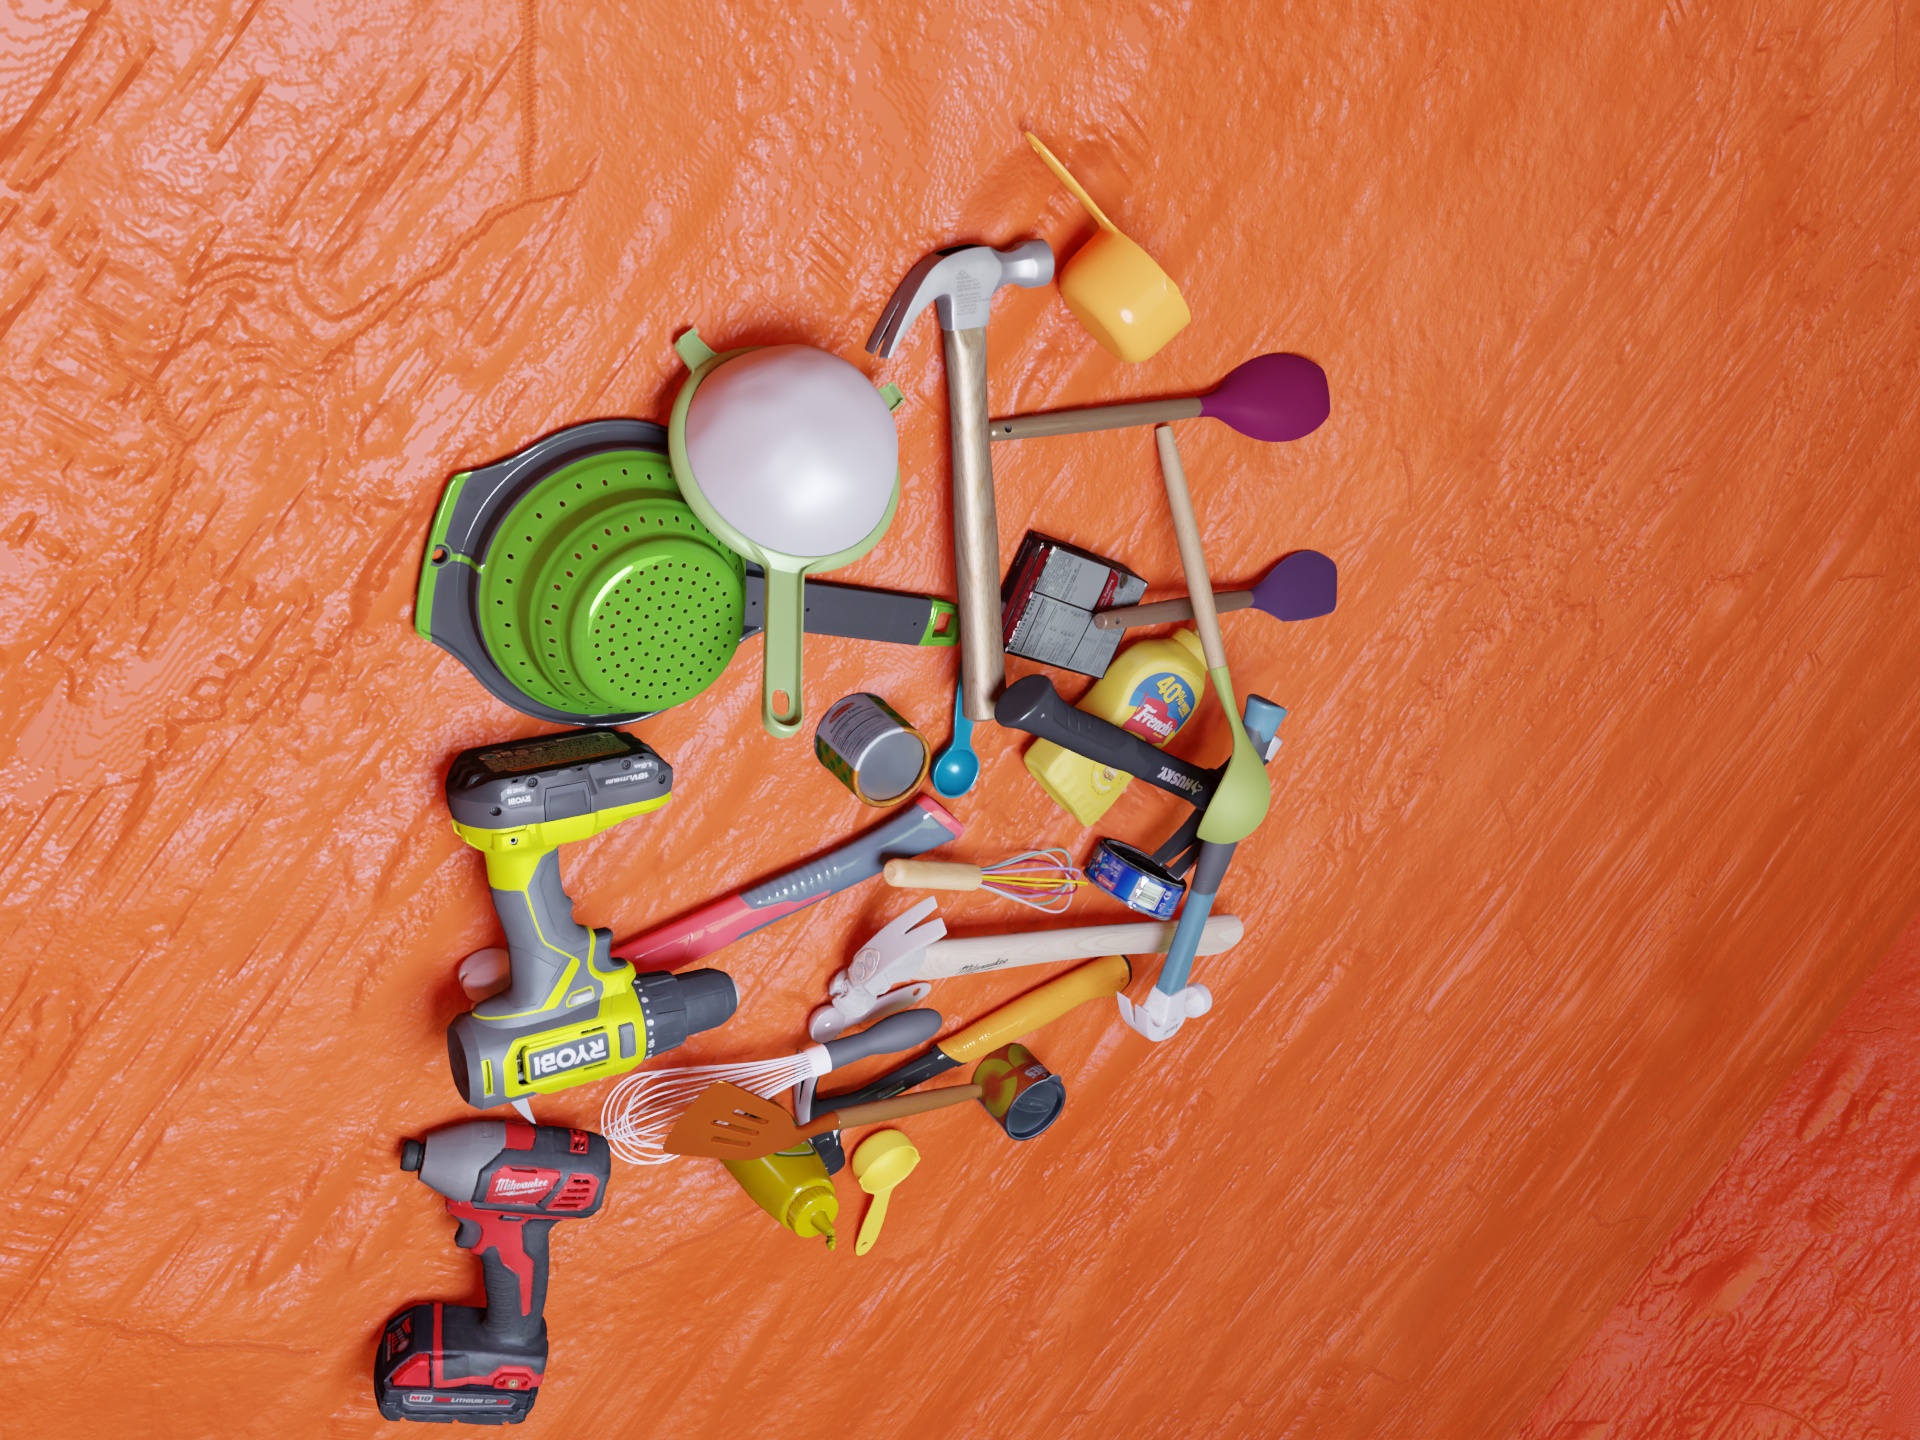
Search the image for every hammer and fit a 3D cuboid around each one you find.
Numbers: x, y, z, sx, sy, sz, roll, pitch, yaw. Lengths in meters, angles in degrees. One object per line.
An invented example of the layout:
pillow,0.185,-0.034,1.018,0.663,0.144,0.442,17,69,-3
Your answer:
hammer,-0.166,0.158,1.172,0.386,0.038,0.143,-23,129,-25
hammer,0.207,0.127,1.321,0.128,0.033,0.330,-16,128,-48
hammer,0.007,-0.154,1.091,0.130,0.031,0.331,-15,116,-26
hammer,0.094,0.185,1.339,0.410,0.038,0.146,1,147,-38
hammer,0.009,0.273,1.377,0.337,0.034,0.127,-22,128,-26
hammer,0.132,0.033,1.236,0.334,0.035,0.146,23,103,-50

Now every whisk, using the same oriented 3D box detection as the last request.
whisk,-0.140,0.274,1.230,0.284,0.070,0.070,-15,124,-24
whisk,0.025,0.124,1.267,0.244,0.047,0.051,11,104,-52

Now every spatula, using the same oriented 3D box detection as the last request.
spatula,-0.089,0.305,1.254,0.322,0.041,0.081,5,128,-52
spatula,0.217,-0.099,1.290,0.316,0.018,0.059,-12,105,-42

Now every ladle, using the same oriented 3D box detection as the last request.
ladle,0.178,-0.064,1.211,0.078,0.062,0.320,-18,96,-71

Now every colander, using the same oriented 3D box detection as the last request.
colander,-0.135,-0.067,1.019,0.396,0.095,0.204,5,113,-39

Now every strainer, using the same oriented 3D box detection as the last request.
strainer,-0.092,-0.119,0.928,0.151,0.069,0.257,10,67,-26

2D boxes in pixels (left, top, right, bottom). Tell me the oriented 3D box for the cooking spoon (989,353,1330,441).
cooking spoon,0.155,-0.231,1.184,0.319,0.017,0.069,-12,96,-28

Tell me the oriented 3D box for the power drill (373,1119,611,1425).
power drill,-0.345,0.388,1.140,0.143,0.079,0.219,13,104,-22

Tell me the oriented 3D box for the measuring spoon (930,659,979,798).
measuring spoon,-0.002,-0.004,1.217,0.042,0.021,0.128,-3,108,-35

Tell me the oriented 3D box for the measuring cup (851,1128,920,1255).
measuring cup,-0.079,0.419,1.411,0.062,0.029,0.156,-11,134,-32

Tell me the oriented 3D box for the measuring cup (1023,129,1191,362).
measuring cup,0.081,-0.309,1.055,0.052,0.095,0.173,-46,120,4

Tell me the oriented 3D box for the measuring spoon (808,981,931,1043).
measuring spoon,-0.076,0.234,1.305,0.124,0.018,0.034,-13,123,-39

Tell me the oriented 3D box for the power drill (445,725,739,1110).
power drill,-0.239,0.126,1.034,0.190,0.080,0.228,-11,109,-31
